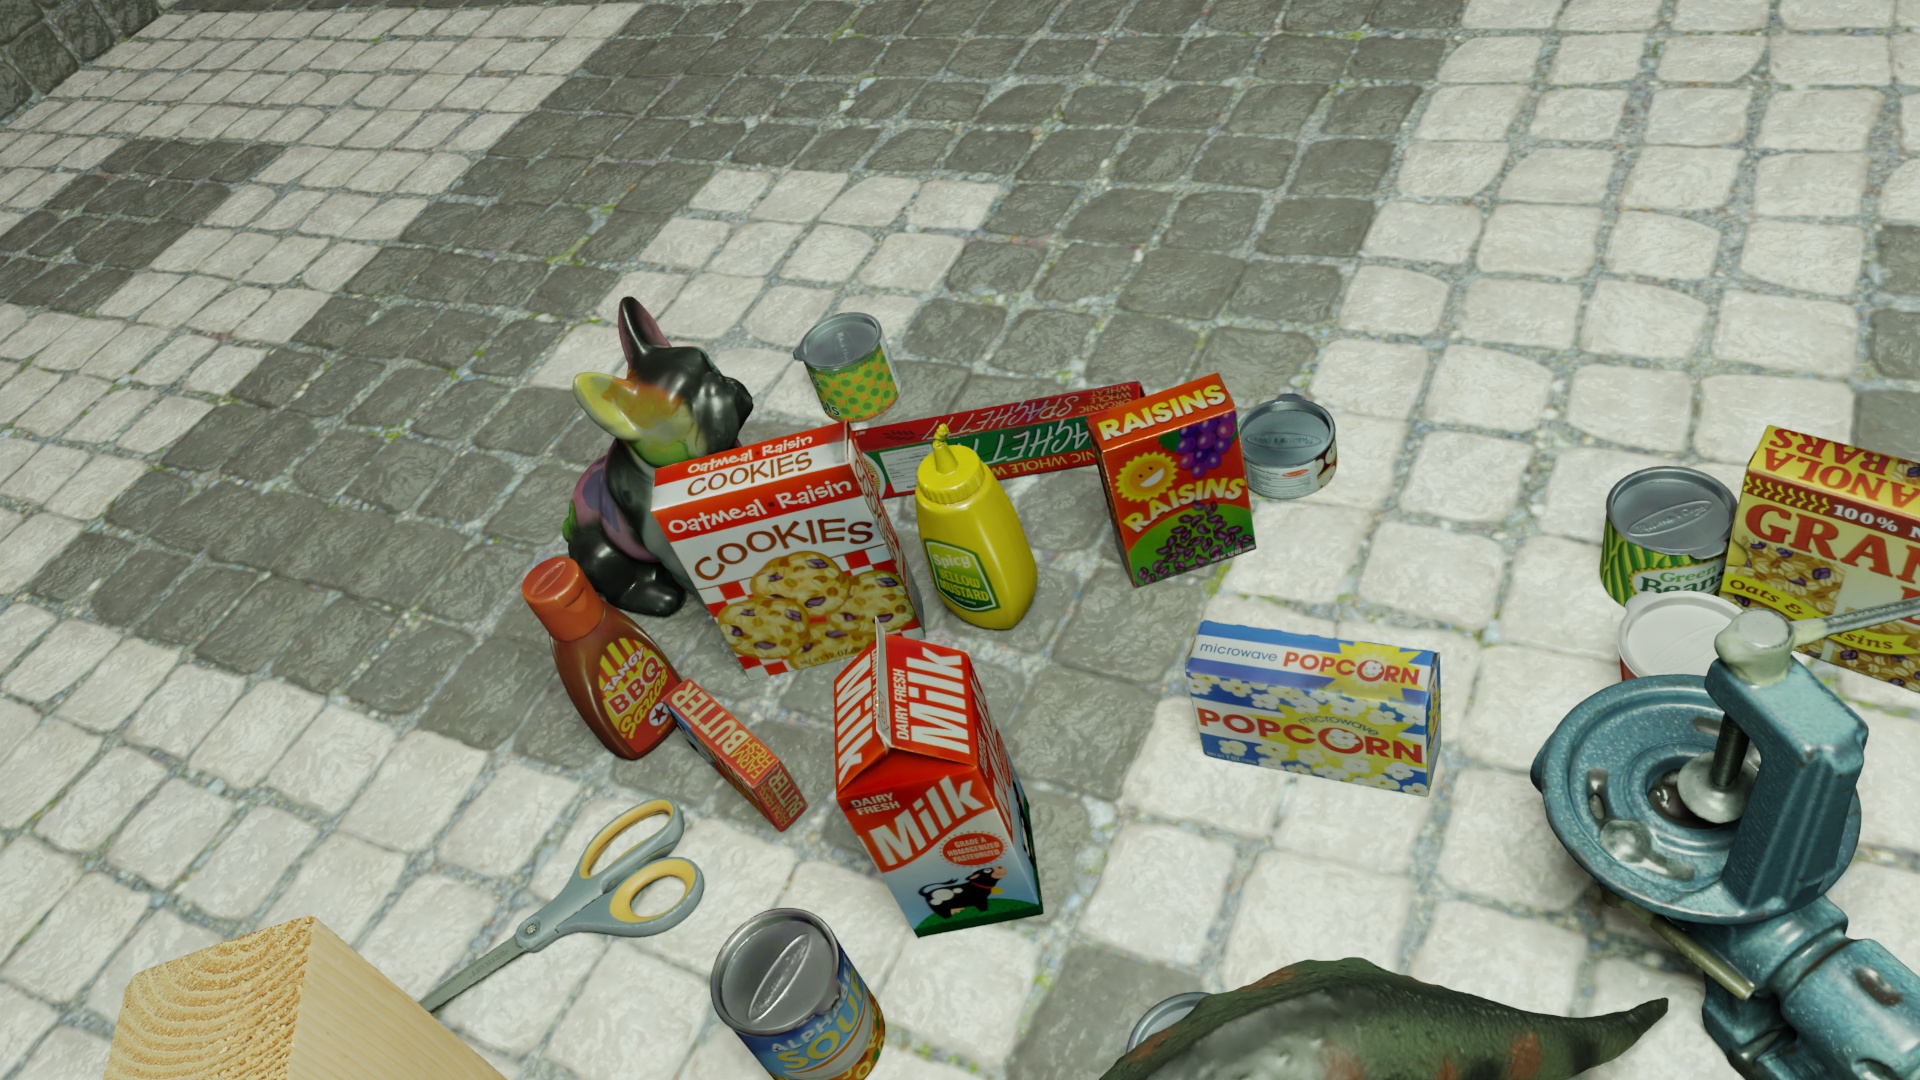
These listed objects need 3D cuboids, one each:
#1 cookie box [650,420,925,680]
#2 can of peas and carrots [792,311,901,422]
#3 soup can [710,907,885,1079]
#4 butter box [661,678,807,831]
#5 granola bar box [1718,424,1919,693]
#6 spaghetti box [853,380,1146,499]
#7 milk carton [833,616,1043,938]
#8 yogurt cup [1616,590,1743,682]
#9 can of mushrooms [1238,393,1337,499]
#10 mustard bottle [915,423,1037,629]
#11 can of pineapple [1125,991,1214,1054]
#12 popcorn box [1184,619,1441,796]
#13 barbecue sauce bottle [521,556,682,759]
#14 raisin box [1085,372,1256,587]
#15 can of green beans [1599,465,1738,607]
[{"bbox_3d":[-0.103,0.010,0.868,0.123,0.166,0.040,-14,45,7],"label":"cookie box"},{"bbox_3d":[-0.087,-0.133,1.077,0.071,0.058,0.071,-10,45,10],"label":"can of peas and carrots"},{"bbox_3d":[-0.078,0.236,0.700,0.071,0.083,0.072,-10,45,10],"label":"soup can"},{"bbox_3d":[-0.138,0.130,0.846,0.024,0.053,0.104,-41,48,-20],"label":"butter box"},{"bbox_3d":[0.473,0.020,0.687,0.166,0.123,0.039,23,59,35],"label":"granola bar box"},{"bbox_3d":[0.012,-0.066,0.985,0.250,0.050,0.029,-9,45,11],"label":"spaghetti box"},{"bbox_3d":[-0.015,0.123,0.711,0.073,0.189,0.073,-13,45,7],"label":"milk carton"},{"bbox_3d":[0.378,0.069,0.724,0.072,0.053,0.073,-10,45,10],"label":"yogurt cup"},{"bbox_3d":[0.216,-0.063,0.922,0.071,0.033,0.071,-10,45,10],"label":"can of mushrooms"},{"bbox_3d":[0.003,-0.011,0.856,0.065,0.159,0.049,13,53,29],"label":"mustard bottle"},{"bbox_3d":[0.111,0.252,0.638,0.071,0.057,0.071,-10,45,10],"label":"can of pineapple"},{"bbox_3d":[0.190,0.089,0.748,0.127,0.084,0.038,7,50,25],"label":"popcorn box"},{"bbox_3d":[-0.223,0.071,0.864,0.044,0.147,0.065,19,56,33],"label":"barbecue sauce bottle"},{"bbox_3d":[0.133,-0.036,0.861,0.086,0.122,0.040,-18,44,2],"label":"raisin box"},{"bbox_3d":[0.396,0.001,0.780,0.071,0.057,0.071,-10,45,10],"label":"can of green beans"}]
